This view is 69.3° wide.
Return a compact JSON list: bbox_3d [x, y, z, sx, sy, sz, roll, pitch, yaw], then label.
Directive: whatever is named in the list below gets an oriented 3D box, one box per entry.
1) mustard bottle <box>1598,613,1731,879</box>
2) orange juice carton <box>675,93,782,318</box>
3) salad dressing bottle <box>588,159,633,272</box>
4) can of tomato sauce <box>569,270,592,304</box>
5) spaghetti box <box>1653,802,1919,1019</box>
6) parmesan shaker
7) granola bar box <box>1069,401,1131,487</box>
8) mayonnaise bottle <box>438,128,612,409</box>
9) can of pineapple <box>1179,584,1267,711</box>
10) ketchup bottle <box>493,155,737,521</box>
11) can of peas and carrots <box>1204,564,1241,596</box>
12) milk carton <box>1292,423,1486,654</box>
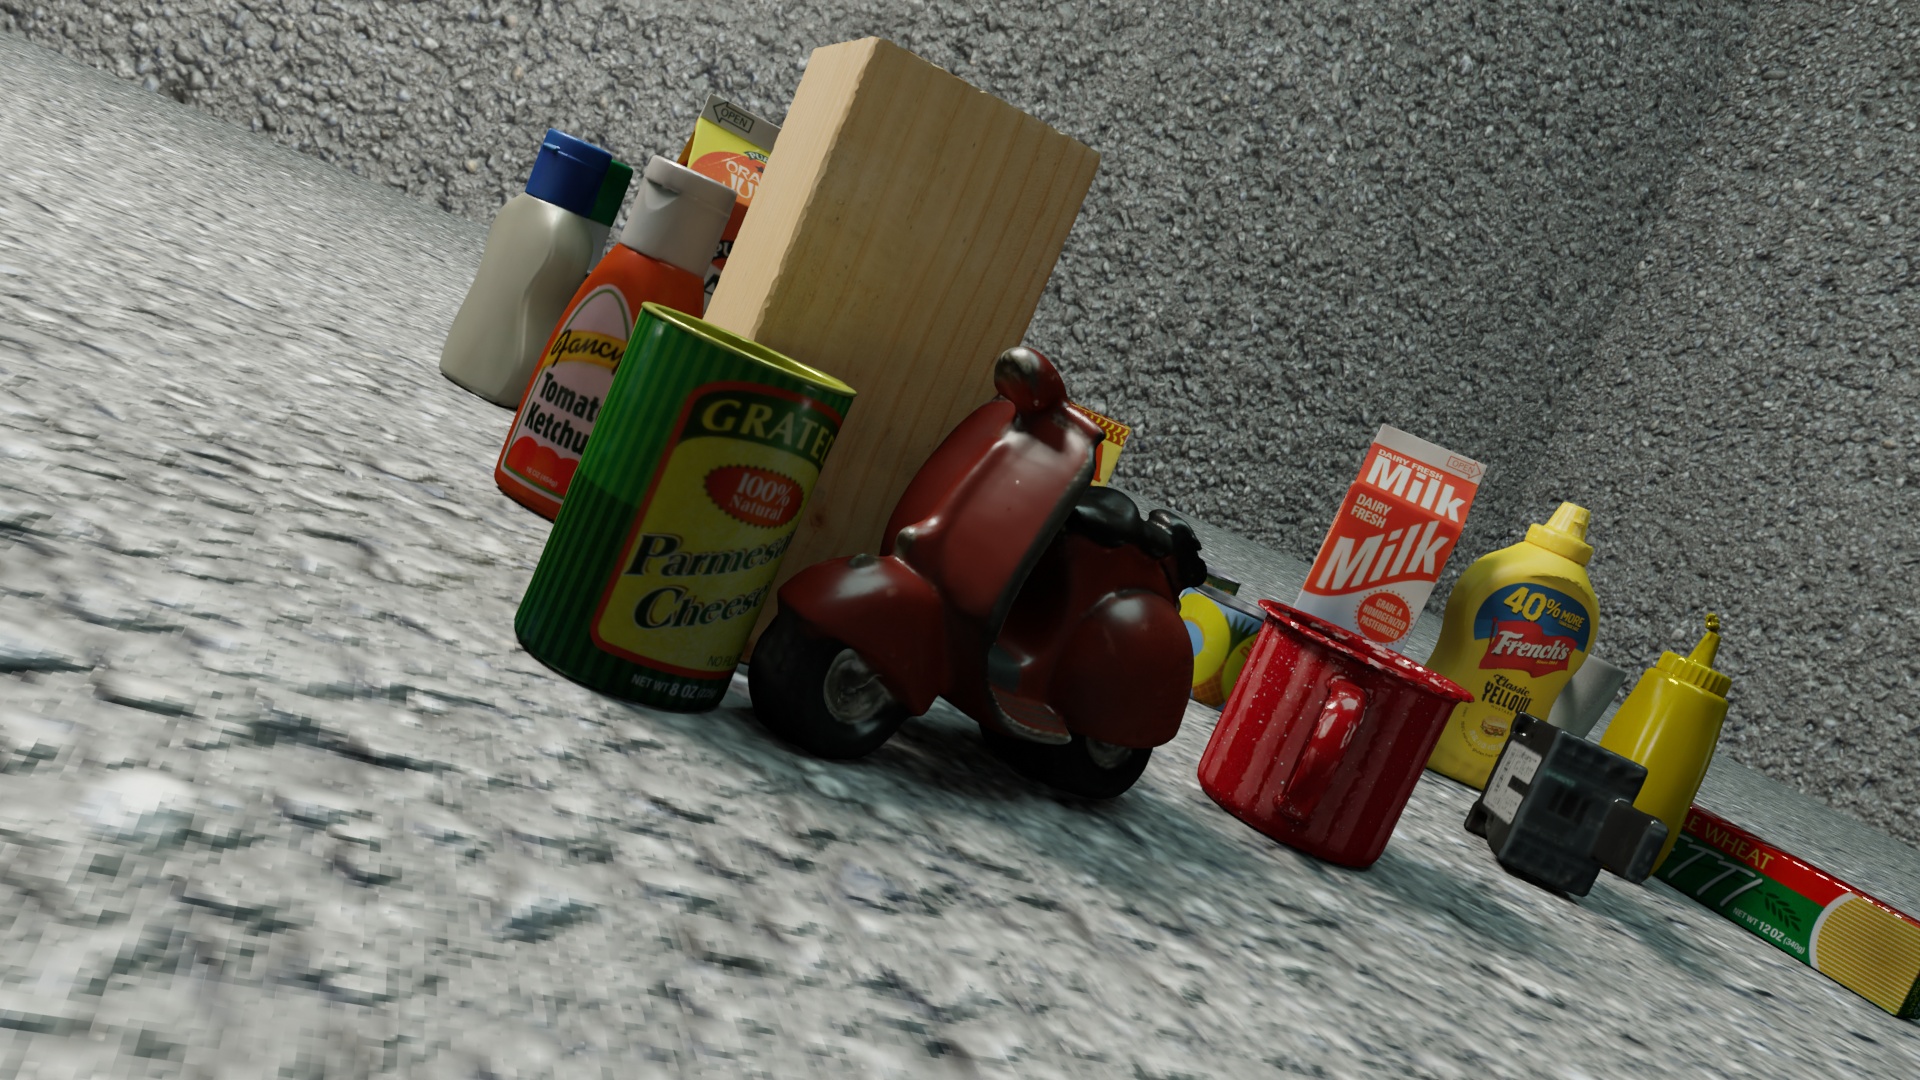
[{"bbox_3d":[0.411,0.117,0.813,0.049,0.160,0.065,24,7,1],"label":"mustard bottle"},{"bbox_3d":[-0.131,-0.121,0.705,0.072,0.192,0.073,21,7,-22],"label":"orange juice carton"},{"bbox_3d":[-0.240,-0.161,0.831,0.064,0.147,0.044,25,7,10],"label":"salad dressing bottle"},{"bbox_3d":[-0.202,-0.105,0.801,0.071,0.083,0.071,23,7,-3],"label":"can of tomato sauce"},{"bbox_3d":[0.456,0.194,0.839,0.029,0.050,0.250,19,8,-33],"label":"spaghetti box"},{"bbox_3d":[-0.079,-0.009,0.410,0.071,0.103,0.071,23,7,-3],"label":"parmesan shaker"},{"bbox_3d":[0.014,-0.052,0.937,0.165,0.124,0.039,24,7,3],"label":"granola bar box"},{"bbox_3d":[-0.234,-0.149,0.760,0.065,0.148,0.041,27,7,28],"label":"mayonnaise bottle"},{"bbox_3d":[0.149,0.062,0.796,0.071,0.057,0.071,23,7,-3],"label":"can of pineapple"},{"bbox_3d":[-0.134,-0.079,0.561,0.065,0.148,0.043,26,7,22],"label":"ketchup bottle"},{"bbox_3d":[0.150,0.042,0.945,0.071,0.058,0.071,23,7,-3],"label":"can of peas and carrots"},{"bbox_3d":[0.260,0.026,0.884,0.072,0.190,0.073,25,7,13],"label":"milk carton"}]
